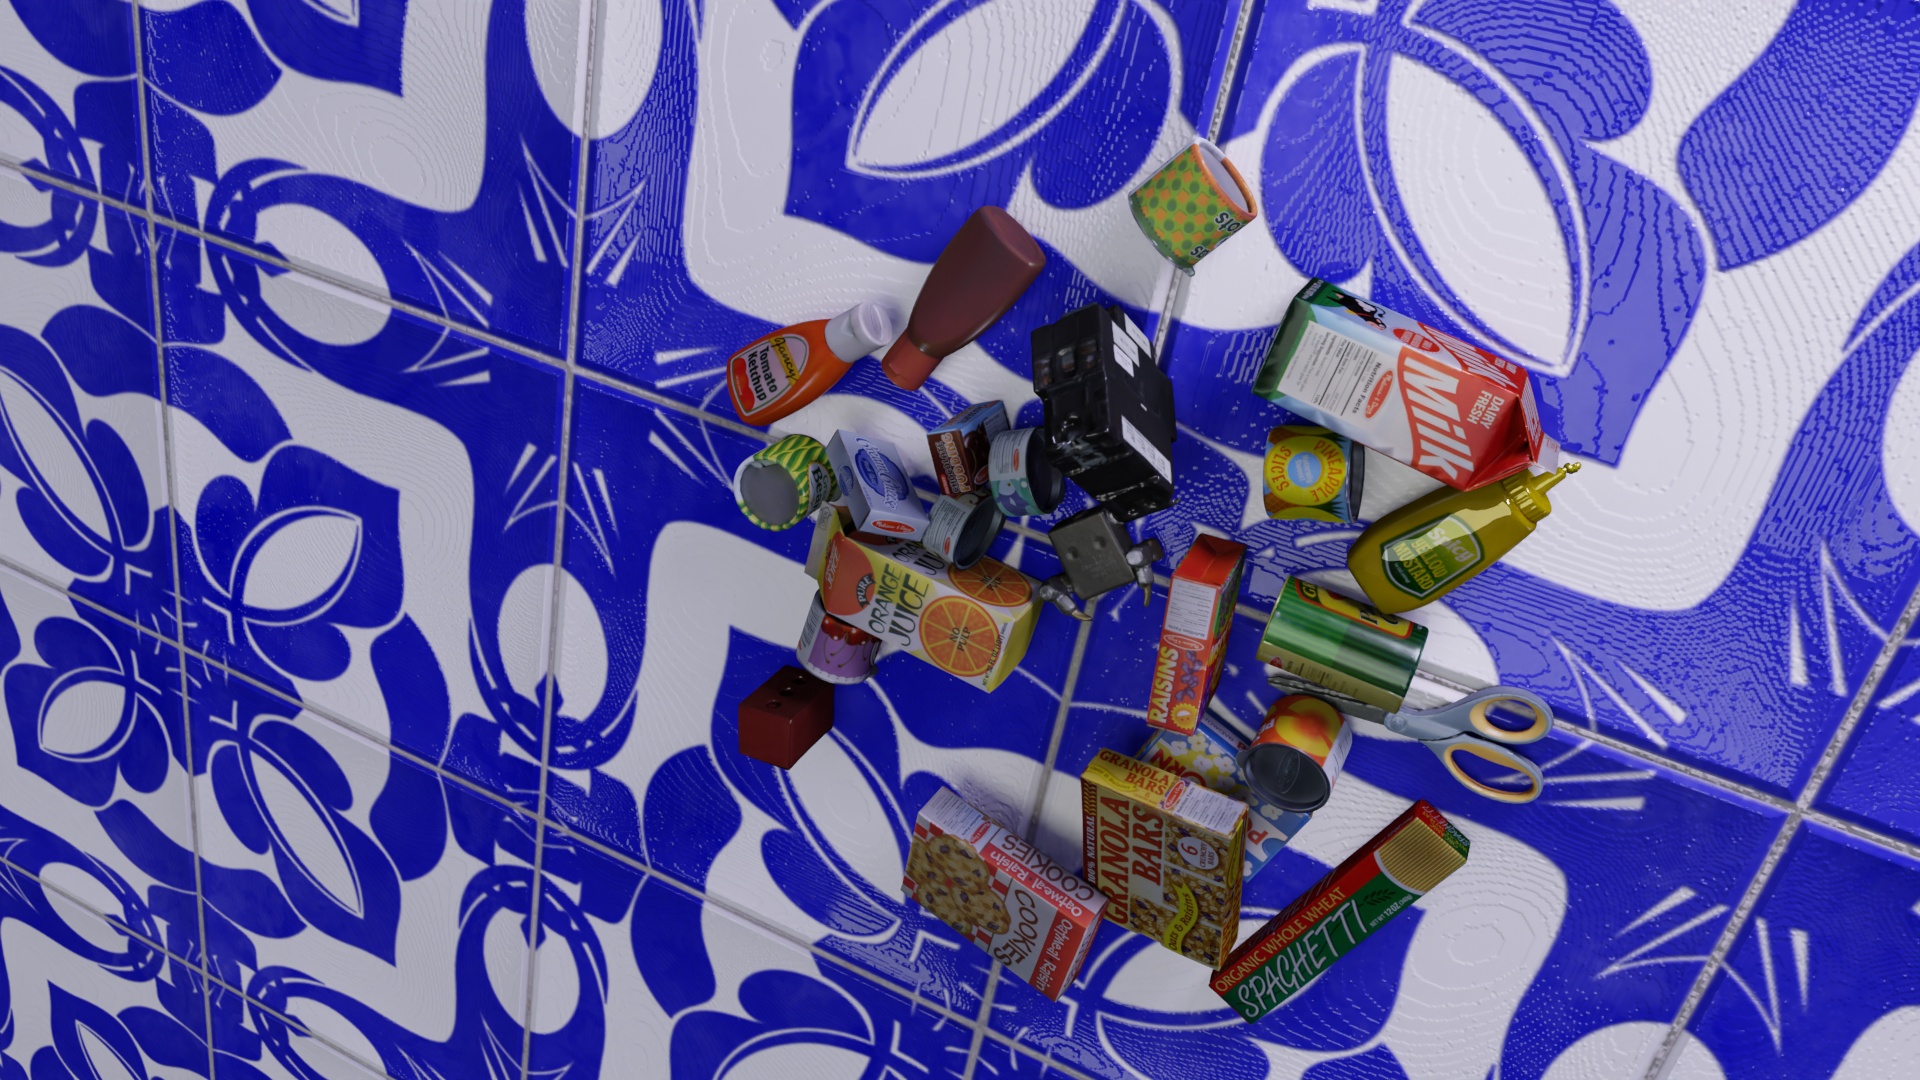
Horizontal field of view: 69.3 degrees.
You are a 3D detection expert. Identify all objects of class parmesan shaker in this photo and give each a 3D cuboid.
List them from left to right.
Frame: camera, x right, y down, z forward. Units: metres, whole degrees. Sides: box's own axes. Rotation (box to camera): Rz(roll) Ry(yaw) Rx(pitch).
[{"bbox_3d":[0.269,0.073,0.981,0.103,0.071,0.071,21,118,15],"label":"parmesan shaker"}]

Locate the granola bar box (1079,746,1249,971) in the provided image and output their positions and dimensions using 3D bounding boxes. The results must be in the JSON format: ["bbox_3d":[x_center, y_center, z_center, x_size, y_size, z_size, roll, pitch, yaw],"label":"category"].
[{"bbox_3d":[0.156,0.249,1.081,0.124,0.039,0.164,19,134,27],"label":"granola bar box"}]

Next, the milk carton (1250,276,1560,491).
[{"bbox_3d":[0.295,-0.095,0.897,0.191,0.073,0.073,28,119,14],"label":"milk carton"}]

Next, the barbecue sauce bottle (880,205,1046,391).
[{"bbox_3d":[-0.004,-0.172,1.022,0.065,0.044,0.148,50,123,11],"label":"barbecue sauce bottle"}]

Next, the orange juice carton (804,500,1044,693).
[{"bbox_3d":[-0.036,0.037,1.103,0.193,0.073,0.071,26,119,14],"label":"orange juice carton"}]

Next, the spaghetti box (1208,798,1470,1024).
[{"bbox_3d":[0.289,0.294,1.080,0.050,0.029,0.249,42,121,5],"label":"spaghetti box"}]

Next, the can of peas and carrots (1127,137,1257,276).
[{"bbox_3d":[0.155,-0.220,0.915,0.058,0.071,0.071,-36,92,31],"label":"can of peas and carrots"}]

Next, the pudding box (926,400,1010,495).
[{"bbox_3d":[0.009,-0.070,1.032,0.030,0.084,0.049,-6,108,27],"label":"pudding box"}]

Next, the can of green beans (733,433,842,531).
[{"bbox_3d":[-0.141,-0.047,1.127,0.071,0.058,0.071,9,114,21],"label":"can of green beans"}]

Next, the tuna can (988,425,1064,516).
[{"bbox_3d":[0.050,-0.050,1.034,0.033,0.071,0.071,-5,108,27],"label":"tuna can"}]

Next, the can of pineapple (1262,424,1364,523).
[{"bbox_3d":[0.240,-0.046,0.944,0.058,0.071,0.070,3,111,24],"label":"can of pineapple"}]

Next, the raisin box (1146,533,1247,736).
[{"bbox_3d":[0.171,0.068,1.011,0.040,0.086,0.122,14,115,18],"label":"raisin box"}]

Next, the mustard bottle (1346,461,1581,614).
[{"bbox_3d":[0.337,-0.011,0.924,0.159,0.049,0.065,-36,95,32],"label":"mustard bottle"}]

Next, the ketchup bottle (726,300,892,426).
[{"bbox_3d":[-0.117,-0.141,1.075,0.148,0.043,0.065,-21,78,36],"label":"ketchup bottle"}]

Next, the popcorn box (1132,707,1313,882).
[{"bbox_3d":[0.199,0.191,1.075,0.127,0.038,0.084,38,120,7],"label":"popcorn box"}]

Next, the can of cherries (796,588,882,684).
[{"bbox_3d":[-0.094,0.077,1.152,0.071,0.072,0.058,28,118,13],"label":"can of cherries"}]

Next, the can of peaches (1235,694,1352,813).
[{"bbox_3d":[0.245,0.155,1.020,0.071,0.058,0.070,19,133,22],"label":"can of peaches"}]

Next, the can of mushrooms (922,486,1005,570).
[{"bbox_3d":[0.004,-0.013,1.069,0.033,0.071,0.070,29,120,24],"label":"can of mushrooms"}]

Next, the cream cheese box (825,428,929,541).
[{"bbox_3d":[-0.064,-0.042,1.064,0.024,0.053,0.104,-59,36,28],"label":"cream cheese box"}]

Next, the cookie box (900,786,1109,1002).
[{"bbox_3d":[0.034,0.297,1.165,0.168,0.040,0.122,31,137,19],"label":"cookie box"}]
